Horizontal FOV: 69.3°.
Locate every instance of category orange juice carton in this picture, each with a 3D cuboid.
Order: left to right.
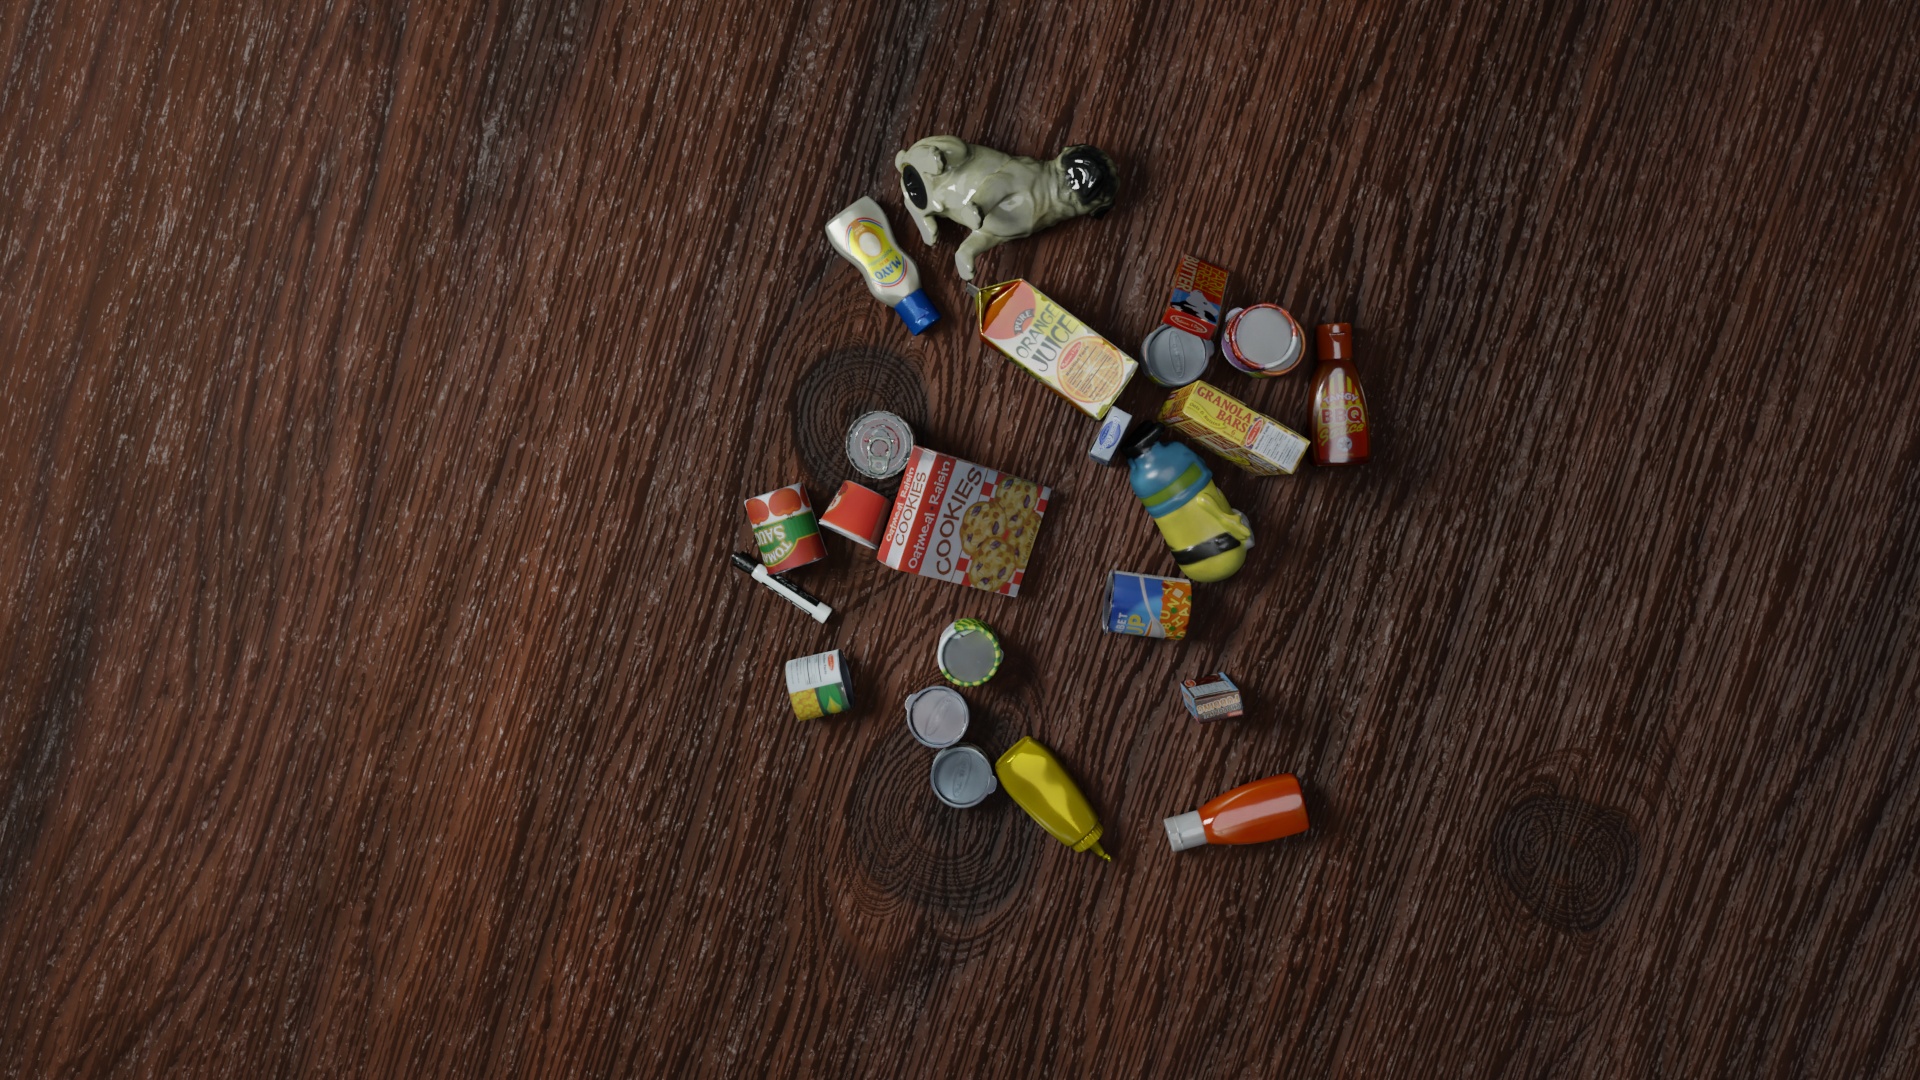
[{"bbox_3d":[0.085,-0.208,1.442,0.193,0.072,0.073,35,93,-2],"label":"orange juice carton"}]

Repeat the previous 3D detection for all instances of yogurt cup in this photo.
[{"bbox_3d":[-0.107,-0.028,1.459,0.072,0.072,0.054,25,86,-1],"label":"yogurt cup"}]

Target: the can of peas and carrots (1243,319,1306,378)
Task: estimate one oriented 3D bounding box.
[{"bbox_3d":[0.324,-0.201,1.449,0.071,0.059,0.071,0,94,1],"label":"can of peas and carrots"}]

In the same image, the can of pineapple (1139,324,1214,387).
[{"bbox_3d":[0.224,-0.193,1.450,0.071,0.058,0.071,0,94,0],"label":"can of pineapple"}]

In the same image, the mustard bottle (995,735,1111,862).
[{"bbox_3d":[0.106,0.284,1.484,0.065,0.049,0.160,-40,93,2],"label":"mustard bottle"}]

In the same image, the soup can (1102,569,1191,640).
[{"bbox_3d":[0.195,0.071,1.461,0.084,0.071,0.071,7,94,-1],"label":"soup can"}]

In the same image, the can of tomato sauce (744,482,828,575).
[{"bbox_3d":[-0.184,-0.012,1.456,0.071,0.071,0.083,-18,93,1],"label":"can of tomato sauce"}]

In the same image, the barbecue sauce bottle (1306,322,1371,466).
[{"bbox_3d":[0.395,-0.153,1.459,0.065,0.044,0.148,-4,93,2],"label":"barbecue sauce bottle"}]

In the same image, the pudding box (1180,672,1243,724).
[{"bbox_3d":[0.264,0.165,1.459,0.050,0.084,0.030,-12,97,1],"label":"pudding box"}]

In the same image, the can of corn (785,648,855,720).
[{"bbox_3d":[-0.148,0.155,1.469,0.058,0.071,0.071,-13,94,2],"label":"can of corn"}]

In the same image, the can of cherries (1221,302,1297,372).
[{"bbox_3d":[0.297,-0.204,1.389,0.071,0.058,0.071,0,94,1],"label":"can of cherries"}]

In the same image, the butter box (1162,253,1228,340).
[{"bbox_3d":[0.243,-0.251,1.431,0.053,0.104,0.024,22,136,-1],"label":"butter box"}]

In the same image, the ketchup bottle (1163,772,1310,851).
[{"bbox_3d":[0.294,0.297,1.487,0.149,0.043,0.064,-15,93,1],"label":"ketchup bottle"}]

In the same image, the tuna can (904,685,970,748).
[{"bbox_3d":[-0.025,0.186,1.482,0.071,0.033,0.071,0,84,3],"label":"tuna can"}]

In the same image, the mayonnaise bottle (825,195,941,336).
[{"bbox_3d":[-0.076,-0.284,1.453,0.065,0.041,0.148,-36,92,1],"label":"mayonnaise bottle"}]

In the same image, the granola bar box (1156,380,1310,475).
[{"bbox_3d":[0.271,-0.112,1.401,0.124,0.165,0.039,29,91,-2],"label":"granola bar box"}]

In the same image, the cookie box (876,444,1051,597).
[{"bbox_3d":[0.005,-0.018,1.424,0.167,0.040,0.123,15,95,-41],"label":"cookie box"}]

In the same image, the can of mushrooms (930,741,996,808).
[{"bbox_3d":[0.004,0.252,1.490,0.071,0.033,0.071,0,93,0],"label":"can of mushrooms"}]

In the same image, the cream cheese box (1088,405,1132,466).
[{"bbox_3d":[0.154,-0.106,1.433,0.024,0.104,0.053,27,92,5],"label":"cream cheese box"}]

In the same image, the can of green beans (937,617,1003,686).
[{"bbox_3d":[0.009,0.118,1.469,0.071,0.058,0.071,0,94,0],"label":"can of green beans"}]
